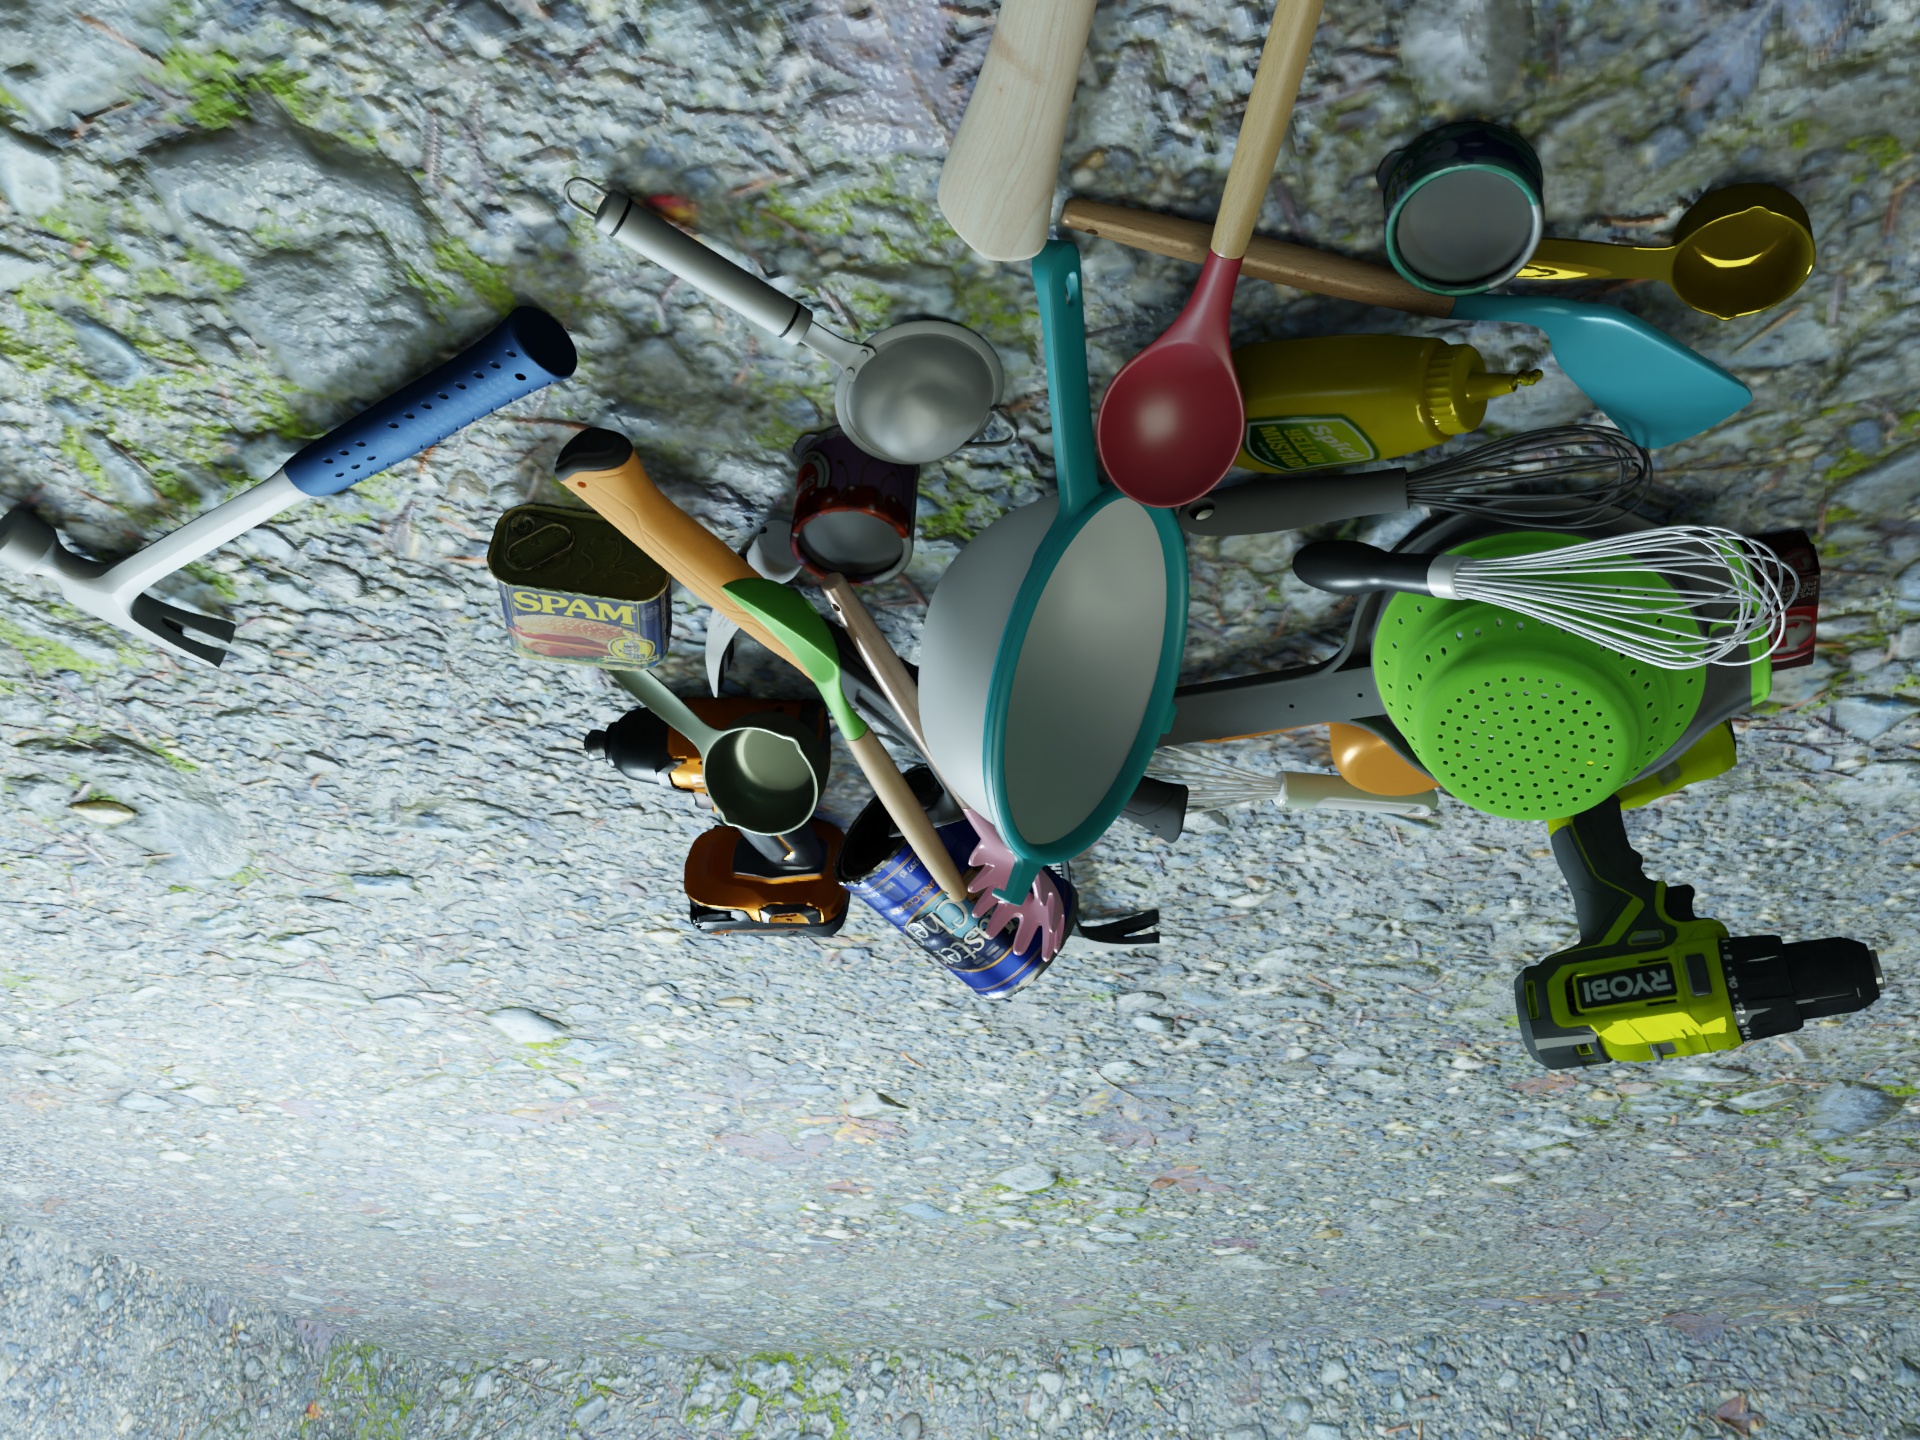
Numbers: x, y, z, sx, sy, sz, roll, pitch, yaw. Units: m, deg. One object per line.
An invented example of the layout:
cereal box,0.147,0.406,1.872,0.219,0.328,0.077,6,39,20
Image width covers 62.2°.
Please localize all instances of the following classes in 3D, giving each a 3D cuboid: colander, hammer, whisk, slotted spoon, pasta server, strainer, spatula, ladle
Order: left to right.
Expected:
hammer,-0.365,-0.127,0.881,0.405,0.035,0.143,-18,141,30
hammer,-0.097,-0.044,0.911,0.127,0.034,0.336,-22,129,38
strainer,-0.073,-0.184,0.763,0.258,0.050,0.087,27,125,-26
slotted spoon,-0.053,0.019,0.923,0.070,0.031,0.313,30,159,39
pasta server,-0.008,0.035,0.924,0.060,0.040,0.315,7,143,36
hammer,-0.002,-0.003,0.988,0.334,0.035,0.146,26,143,-15
strainer,0.031,-0.086,0.832,0.095,0.211,0.340,16,131,30
hammer,0.068,0.074,1.148,0.149,0.036,0.408,-2,146,6
hammer,0.053,-0.323,0.540,0.146,0.038,0.410,5,147,-4
ladle,0.117,-0.219,0.664,0.069,0.031,0.315,17,137,5
whisk,0.209,0.046,1.081,0.246,0.059,0.057,5,154,-10
colander,0.241,-0.002,0.908,0.397,0.094,0.204,-10,121,30
spatula,0.198,-0.187,0.725,0.317,0.044,0.082,11,171,-8
whisk,0.231,-0.117,0.828,0.239,0.055,0.055,-4,146,20
whisk,0.270,-0.068,0.789,0.070,0.070,0.285,30,171,-34

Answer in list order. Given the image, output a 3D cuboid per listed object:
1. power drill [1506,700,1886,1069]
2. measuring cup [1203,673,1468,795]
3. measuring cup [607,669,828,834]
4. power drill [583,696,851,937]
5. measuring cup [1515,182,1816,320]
power drill,0.427,0.091,0.958,0.190,0.229,0.080,-15,142,27
measuring cup,0.239,0.017,1.024,0.173,0.052,0.095,-9,145,15
measuring cup,-0.154,0.001,0.993,0.167,0.038,0.083,40,120,-3
power drill,-0.163,0.065,1.120,0.164,0.084,0.226,0,142,6
measuring cup,0.291,-0.212,0.704,0.156,0.029,0.062,7,147,16
